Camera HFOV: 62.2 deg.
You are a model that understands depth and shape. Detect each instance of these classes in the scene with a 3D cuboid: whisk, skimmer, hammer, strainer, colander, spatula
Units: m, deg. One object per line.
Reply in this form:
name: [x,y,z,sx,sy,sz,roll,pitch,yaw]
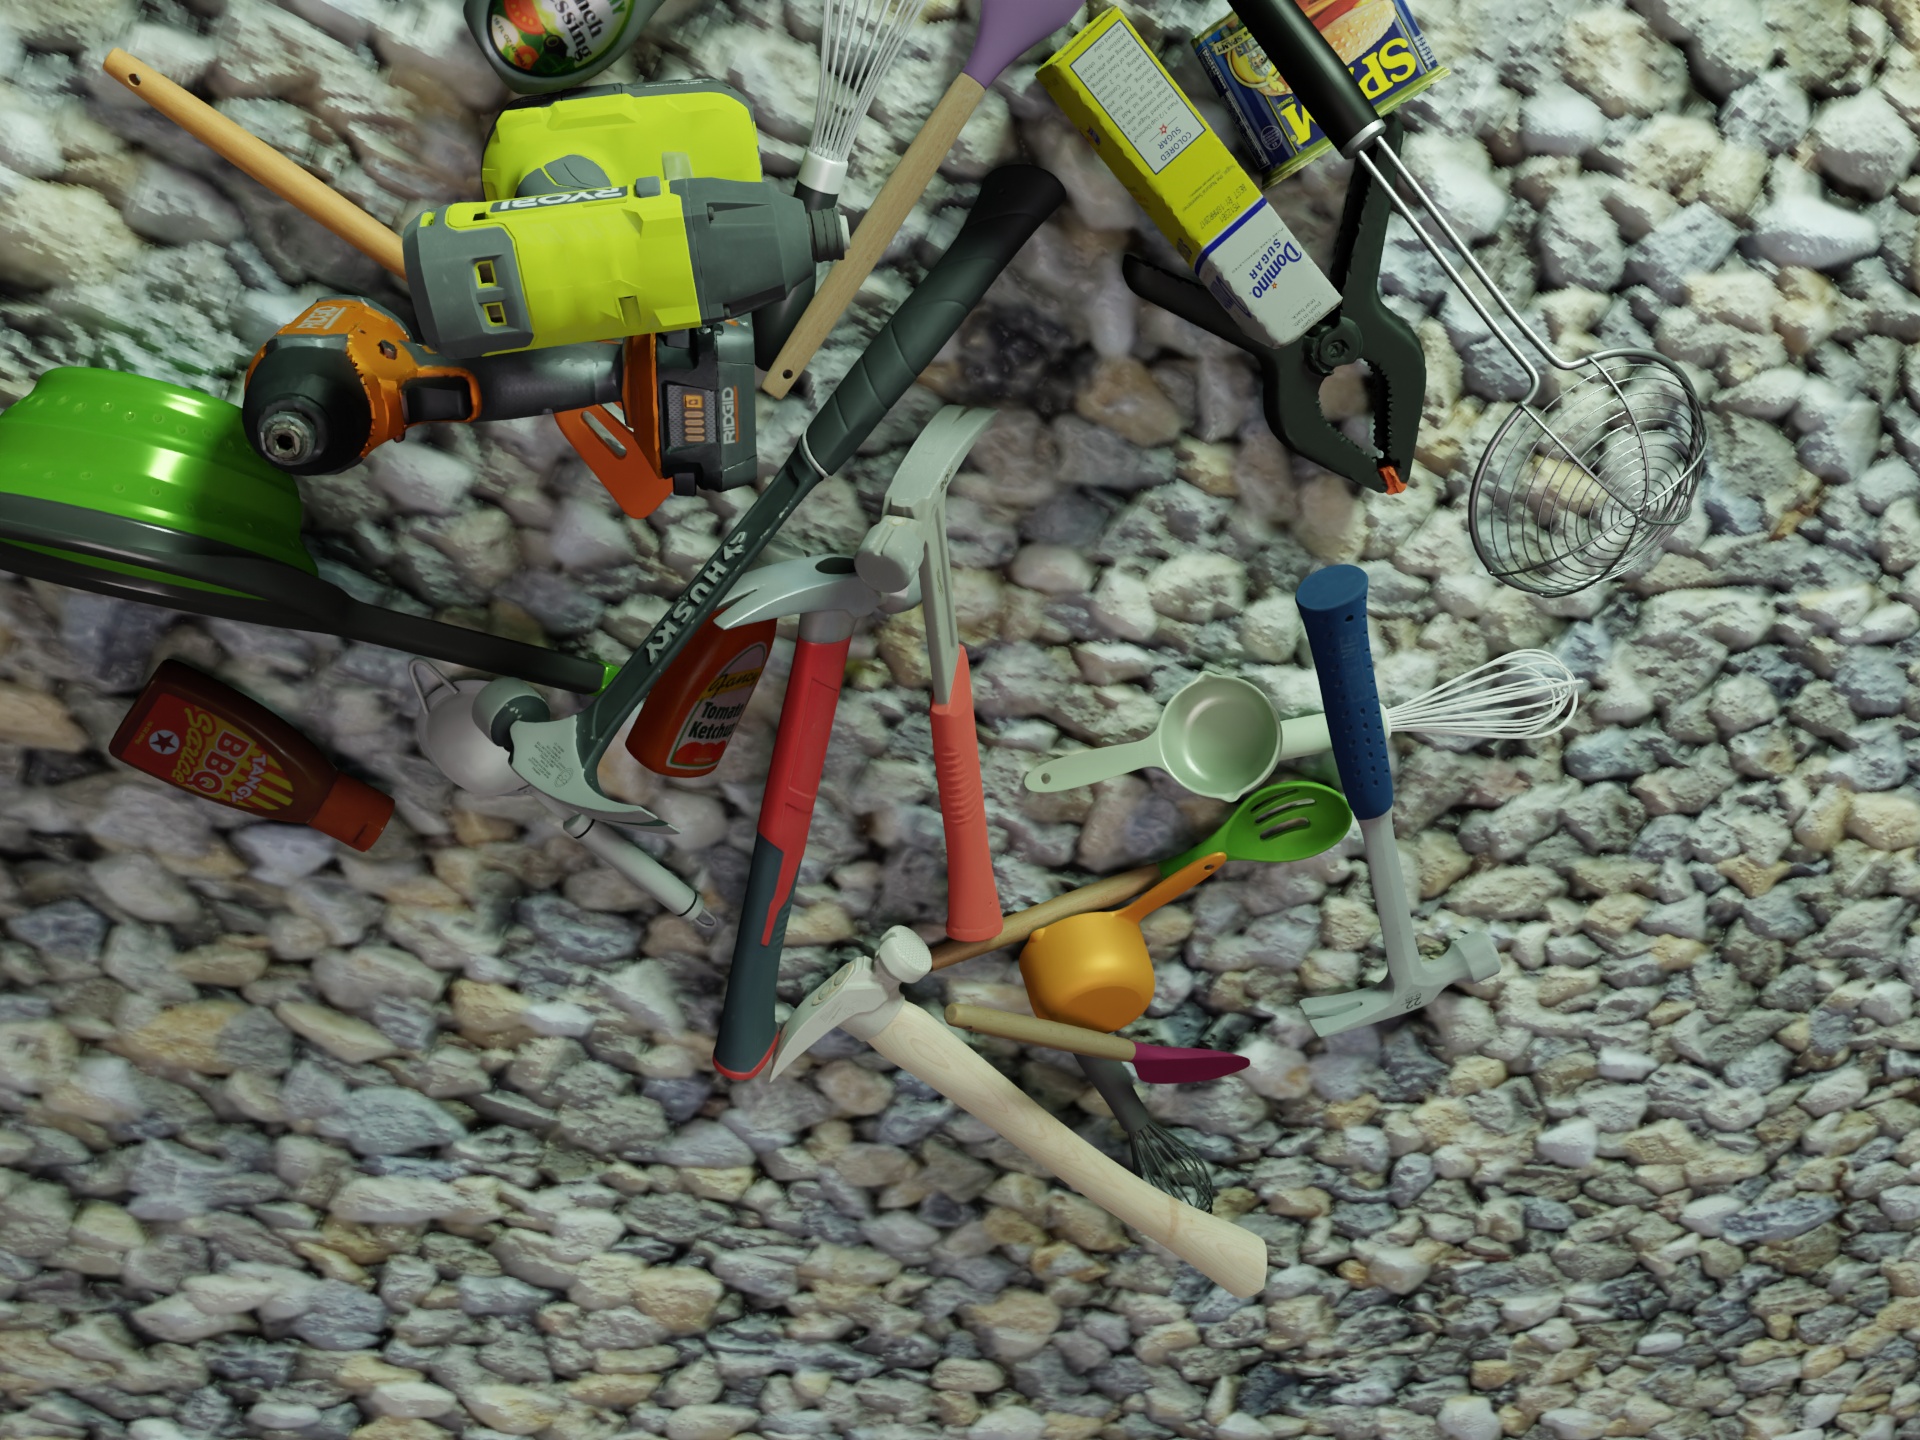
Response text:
whisk: [0.129,0.290,1.168,0.055,0.055,0.238,-28,116,6]
skimmer: [0.226,-0.223,0.772,0.127,0.090,0.363,-36,88,5]
hammer: [0.262,0.067,1.025,0.144,0.035,0.405,-24,131,0]
hammer: [-0.002,-0.003,0.949,0.037,0.149,0.358,9,134,18]
whisk: [0.281,-0.001,1.029,0.246,0.059,0.058,-10,85,0]
whisk: [-0.057,-0.301,0.782,0.070,0.070,0.284,12,122,-17]
strainer: [-0.237,0.058,0.964,0.087,0.050,0.258,-29,125,25]
hammer: [0.058,0.303,1.124,0.410,0.038,0.146,39,114,-19]
colander: [-0.334,-0.095,0.824,0.396,0.204,0.094,15,82,-36]
spatula: [-0.270,-0.222,0.794,0.322,0.041,0.081,33,110,-25]
hammer: [-0.122,0.077,0.969,0.143,0.038,0.386,-16,133,-41]
hammer: [-0.083,-0.120,0.811,0.409,0.149,0.036,-51,143,-2]
spatula: [-0.010,-0.296,0.789,0.059,0.018,0.316,30,100,-28]

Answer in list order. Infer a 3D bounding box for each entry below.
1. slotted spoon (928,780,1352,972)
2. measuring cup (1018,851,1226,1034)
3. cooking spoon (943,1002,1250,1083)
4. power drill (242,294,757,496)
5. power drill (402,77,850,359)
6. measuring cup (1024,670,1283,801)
slotted spoon: [0.109,0.110,1.068,0.314,0.031,0.070,-22,125,4]
measuring cup: [0.116,0.152,1.054,0.095,0.052,0.173,27,126,-37]
cooking spoon: [0.097,0.218,1.069,0.069,0.017,0.318,-28,147,32]
power drill: [-0.209,-0.151,0.735,0.226,0.164,0.084,-2,116,-8]
power drill: [-0.143,-0.225,0.708,0.171,0.223,0.080,-9,121,-6]
measuring cup: [0.123,0.022,1.011,0.167,0.038,0.083,-15,81,19]
